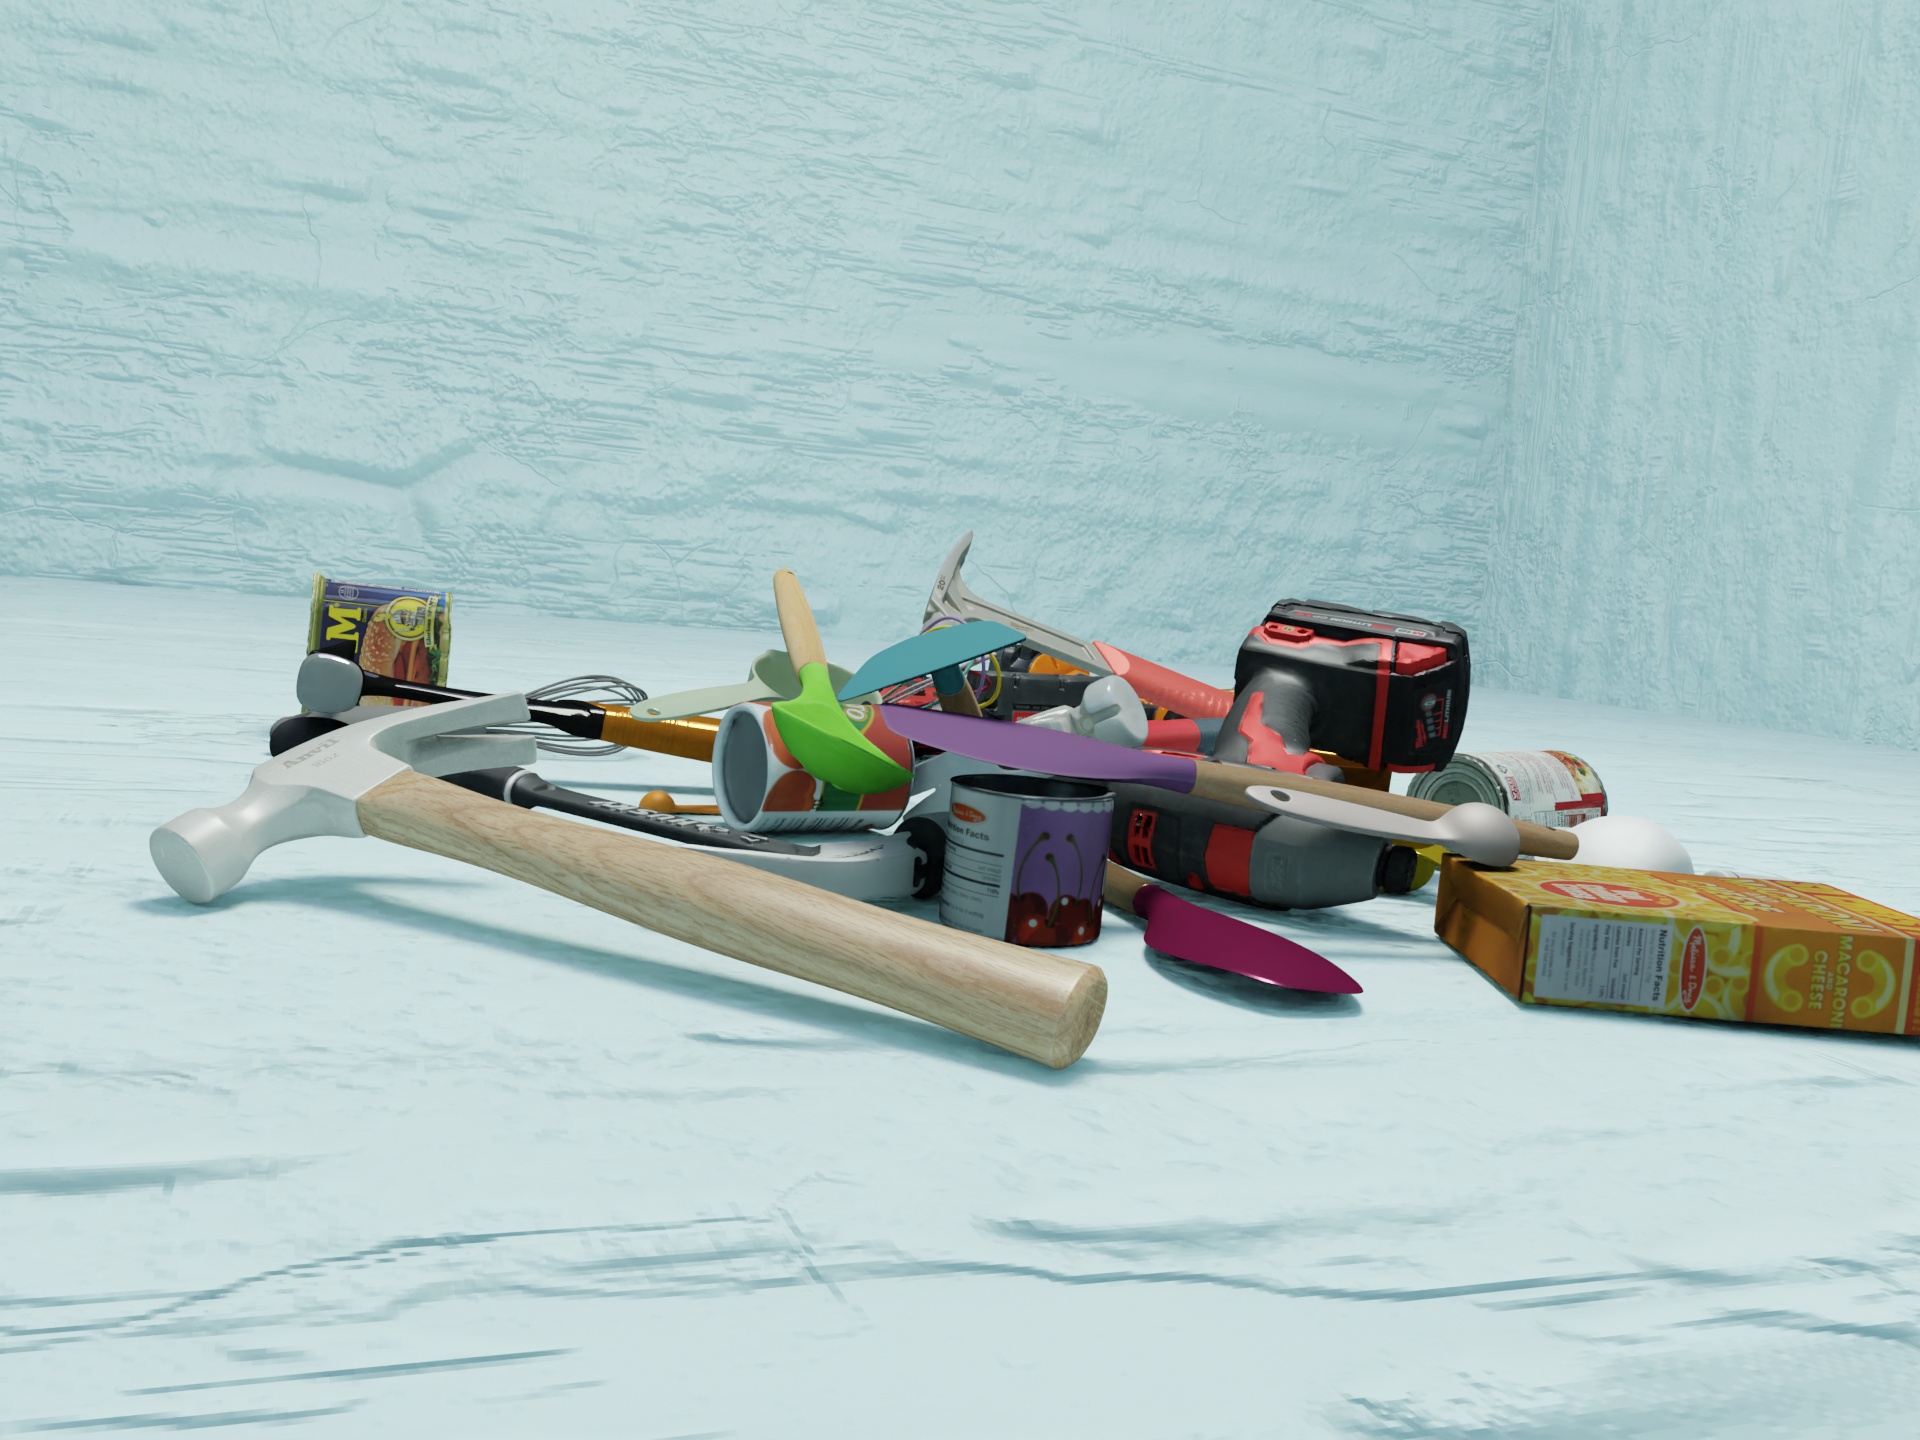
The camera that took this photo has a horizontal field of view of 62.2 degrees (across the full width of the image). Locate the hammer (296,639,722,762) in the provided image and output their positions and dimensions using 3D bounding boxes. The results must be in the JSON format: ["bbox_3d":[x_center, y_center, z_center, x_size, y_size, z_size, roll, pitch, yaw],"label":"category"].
[{"bbox_3d":[-0.194,0.003,0.909,0.336,0.034,0.127,11,3,-15],"label":"hammer"}]

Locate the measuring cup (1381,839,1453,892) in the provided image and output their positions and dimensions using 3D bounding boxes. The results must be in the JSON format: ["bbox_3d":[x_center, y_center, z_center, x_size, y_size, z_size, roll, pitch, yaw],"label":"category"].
[{"bbox_3d":[0.239,0.083,0.768,0.062,0.029,0.157,-7,23,-32],"label":"measuring cup"}]

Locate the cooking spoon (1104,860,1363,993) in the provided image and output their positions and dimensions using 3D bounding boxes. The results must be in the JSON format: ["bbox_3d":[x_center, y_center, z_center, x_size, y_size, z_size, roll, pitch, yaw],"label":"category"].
[{"bbox_3d":[0.070,0.073,0.691,0.068,0.017,0.319,9,3,-21],"label":"cooking spoon"}]

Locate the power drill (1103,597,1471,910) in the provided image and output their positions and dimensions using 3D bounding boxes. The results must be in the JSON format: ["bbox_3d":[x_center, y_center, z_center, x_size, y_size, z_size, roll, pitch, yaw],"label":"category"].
[{"bbox_3d":[0.174,0.019,0.783,0.143,0.078,0.220,12,30,27],"label":"power drill"}]

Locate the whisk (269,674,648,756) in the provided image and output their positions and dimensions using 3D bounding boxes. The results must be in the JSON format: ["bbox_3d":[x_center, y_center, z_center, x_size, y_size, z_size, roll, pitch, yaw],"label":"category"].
[{"bbox_3d":[-0.297,0.000,0.975,0.239,0.055,0.055,-4,10,-36],"label":"whisk"}]

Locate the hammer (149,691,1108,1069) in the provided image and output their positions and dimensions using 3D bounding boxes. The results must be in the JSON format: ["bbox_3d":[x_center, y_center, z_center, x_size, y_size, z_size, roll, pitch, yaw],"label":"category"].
[{"bbox_3d":[-0.107,0.052,0.531,0.331,0.031,0.130,13,32,26],"label":"hammer"}]

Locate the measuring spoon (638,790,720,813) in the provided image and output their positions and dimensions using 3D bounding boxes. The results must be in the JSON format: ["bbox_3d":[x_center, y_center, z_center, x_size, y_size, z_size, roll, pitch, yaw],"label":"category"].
[{"bbox_3d":[-0.116,0.044,0.855,0.116,0.011,0.021,2,6,-30],"label":"measuring spoon"}]

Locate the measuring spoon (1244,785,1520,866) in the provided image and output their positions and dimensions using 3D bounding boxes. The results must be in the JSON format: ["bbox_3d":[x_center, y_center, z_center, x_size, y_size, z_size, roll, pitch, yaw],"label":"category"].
[{"bbox_3d":[0.174,0.036,0.647,0.124,0.018,0.034,11,28,-14],"label":"measuring spoon"}]

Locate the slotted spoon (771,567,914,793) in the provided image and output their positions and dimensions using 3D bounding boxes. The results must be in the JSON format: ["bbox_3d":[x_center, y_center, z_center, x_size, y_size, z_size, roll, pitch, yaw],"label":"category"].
[{"bbox_3d":[-0.076,-0.030,0.816,0.070,0.031,0.314,27,13,-20],"label":"slotted spoon"}]

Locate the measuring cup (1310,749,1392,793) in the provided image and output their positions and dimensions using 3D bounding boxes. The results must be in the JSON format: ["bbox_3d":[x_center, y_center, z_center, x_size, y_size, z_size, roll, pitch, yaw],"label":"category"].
[{"bbox_3d":[0.240,0.048,0.969,0.173,0.052,0.095,3,5,-42],"label":"measuring cup"}]

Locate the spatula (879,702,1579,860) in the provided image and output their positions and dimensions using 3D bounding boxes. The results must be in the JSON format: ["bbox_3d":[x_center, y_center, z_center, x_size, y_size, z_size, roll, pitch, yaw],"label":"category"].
[{"bbox_3d":[0.120,0.029,0.665,0.315,0.018,0.060,11,16,-14],"label":"spatula"}]

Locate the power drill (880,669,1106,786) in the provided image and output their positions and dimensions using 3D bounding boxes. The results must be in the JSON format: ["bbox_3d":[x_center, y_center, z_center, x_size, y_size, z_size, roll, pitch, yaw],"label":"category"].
[{"bbox_3d":[-0.025,0.001,1.080,0.187,0.080,0.227,2,3,-37],"label":"power drill"}]

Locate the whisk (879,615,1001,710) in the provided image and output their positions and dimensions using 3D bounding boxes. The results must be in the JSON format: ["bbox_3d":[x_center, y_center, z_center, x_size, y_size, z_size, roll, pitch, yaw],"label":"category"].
[{"bbox_3d":[-0.047,-0.004,0.953,0.047,0.051,0.245,27,-27,-23],"label":"whisk"}]

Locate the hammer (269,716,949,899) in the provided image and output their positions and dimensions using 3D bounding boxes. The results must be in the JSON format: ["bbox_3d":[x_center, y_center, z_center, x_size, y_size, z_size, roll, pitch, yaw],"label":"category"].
[{"bbox_3d":[-0.196,0.037,0.738,0.409,0.036,0.149,9,7,36],"label":"hammer"}]

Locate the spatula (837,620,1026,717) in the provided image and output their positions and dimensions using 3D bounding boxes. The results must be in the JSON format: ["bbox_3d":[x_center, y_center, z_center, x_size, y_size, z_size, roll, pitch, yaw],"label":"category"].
[{"bbox_3d":[-0.001,-0.003,0.803,0.082,0.044,0.317,-19,-15,1],"label":"spatula"}]

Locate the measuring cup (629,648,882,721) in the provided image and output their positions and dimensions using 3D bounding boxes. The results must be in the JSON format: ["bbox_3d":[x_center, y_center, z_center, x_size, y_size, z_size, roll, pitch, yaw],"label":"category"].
[{"bbox_3d":[-0.114,0.000,0.858,0.083,0.038,0.167,34,27,32],"label":"measuring cup"}]

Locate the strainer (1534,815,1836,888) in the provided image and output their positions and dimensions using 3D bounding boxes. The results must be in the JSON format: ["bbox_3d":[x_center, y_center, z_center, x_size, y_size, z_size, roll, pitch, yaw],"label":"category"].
[{"bbox_3d":[0.364,0.079,0.771,0.258,0.050,0.087,9,33,-35],"label":"strainer"}]

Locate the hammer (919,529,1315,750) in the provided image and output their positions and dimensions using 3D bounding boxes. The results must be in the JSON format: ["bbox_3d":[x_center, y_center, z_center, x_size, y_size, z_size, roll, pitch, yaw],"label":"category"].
[{"bbox_3d":[0.146,-0.036,1.226,0.359,0.036,0.149,22,39,-2],"label":"hammer"}]

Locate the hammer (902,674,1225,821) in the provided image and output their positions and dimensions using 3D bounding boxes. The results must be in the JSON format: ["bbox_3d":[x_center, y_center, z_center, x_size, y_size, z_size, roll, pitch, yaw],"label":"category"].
[{"bbox_3d":[0.112,0.018,0.961,0.143,0.038,0.386,-24,-11,27],"label":"hammer"}]

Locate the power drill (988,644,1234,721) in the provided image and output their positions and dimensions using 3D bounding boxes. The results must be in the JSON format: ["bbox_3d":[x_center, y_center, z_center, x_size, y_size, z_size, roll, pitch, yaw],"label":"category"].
[{"bbox_3d":[0.135,-0.010,1.340,0.226,0.084,0.164,12,8,28],"label":"power drill"}]
